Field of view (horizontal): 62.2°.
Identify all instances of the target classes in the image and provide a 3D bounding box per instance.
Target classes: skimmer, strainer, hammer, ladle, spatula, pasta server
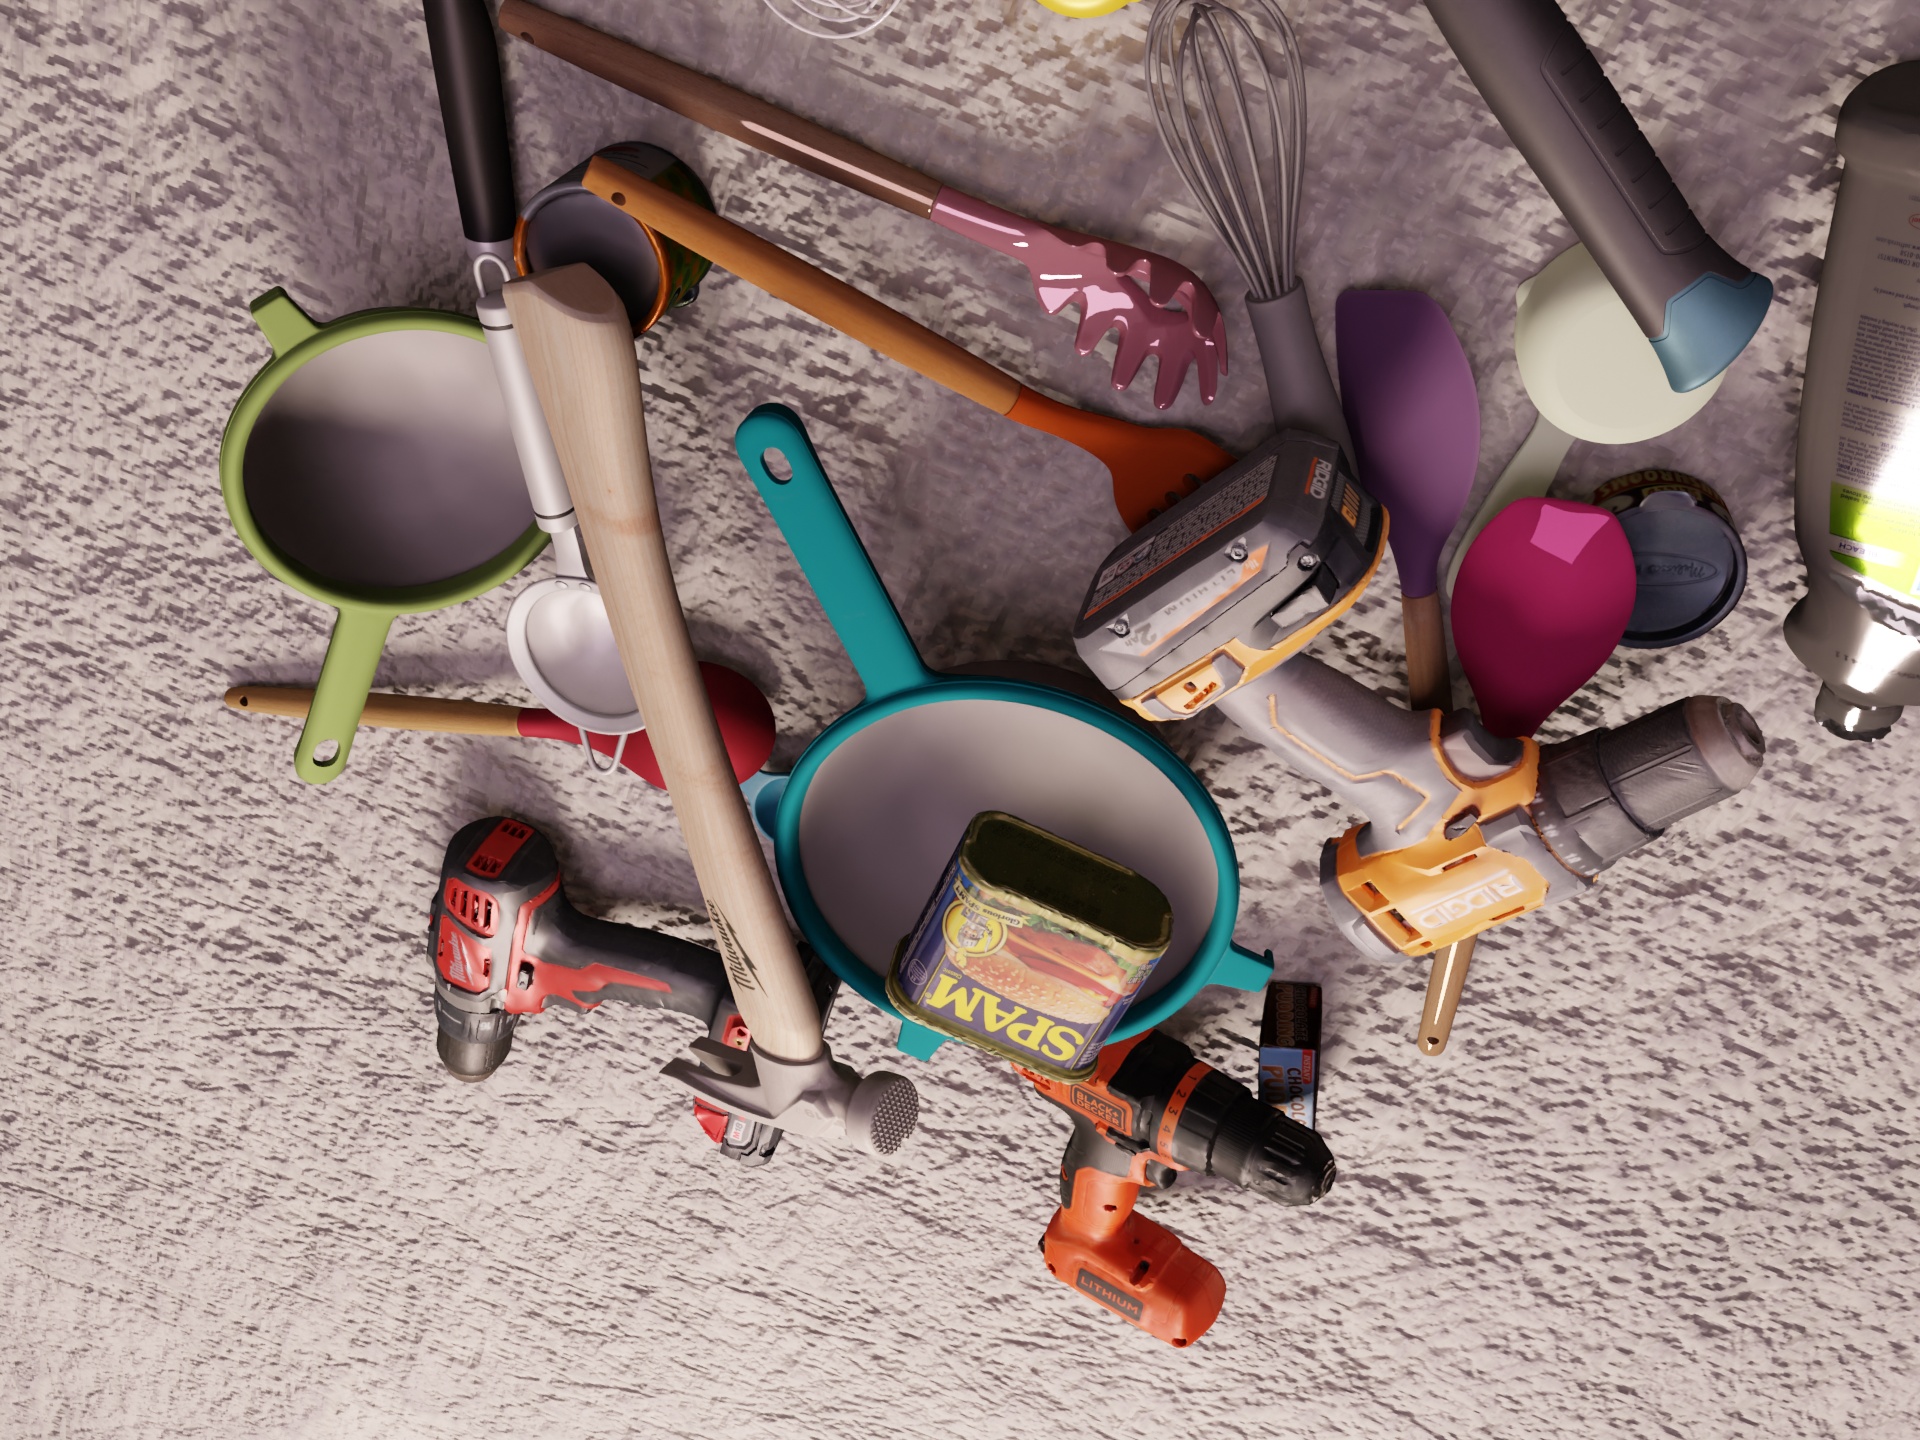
[{"bbox_3d":[-0.220,-0.330,0.553,0.127,0.090,0.363,40,142,38],"label":"skimmer"},{"bbox_3d":[-0.271,-0.085,0.728,0.151,0.069,0.256,4,128,-37],"label":"strainer"},{"bbox_3d":[-0.175,-0.086,0.707,0.087,0.050,0.258,8,132,14],"label":"strainer"},{"bbox_3d":[-0.001,-0.002,0.719,0.211,0.095,0.340,-17,117,23],"label":"strainer"},{"bbox_3d":[-0.126,0.010,0.698,0.146,0.038,0.410,6,120,37],"label":"hammer"},{"bbox_3d":[-0.246,-0.003,0.816,0.315,0.031,0.069,4,104,17],"label":"ladle"},{"bbox_3d":[-0.001,-0.134,0.636,0.322,0.041,0.081,24,141,-19],"label":"spatula"},{"bbox_3d":[0.163,-0.248,0.516,0.128,0.033,0.331,-36,104,20],"label":"hammer"},{"bbox_3d":[-0.037,-0.208,0.622,0.316,0.040,0.060,24,158,0],"label":"pasta server"},{"bbox_3d":[0.203,-0.034,0.686,0.060,0.018,0.315,16,134,40],"label":"spatula"}]

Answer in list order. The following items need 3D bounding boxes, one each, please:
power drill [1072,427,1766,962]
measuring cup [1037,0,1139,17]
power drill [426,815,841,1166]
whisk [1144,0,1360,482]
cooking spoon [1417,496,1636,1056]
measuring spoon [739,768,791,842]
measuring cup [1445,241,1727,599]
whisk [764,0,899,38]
[{"bbox_3d":[0.180,-0.009,0.630,0.226,0.084,0.185,43,131,-17],"label":"power drill"},{"bbox_3d":[0.080,-0.299,0.533,0.156,0.029,0.062,-31,111,31],"label":"measuring cup"},{"bbox_3d":[-0.195,0.166,0.896,0.226,0.080,0.187,21,126,3],"label":"power drill"},{"bbox_3d":[0.122,-0.165,0.608,0.055,0.055,0.238,-10,125,20],"label":"whisk"},{"bbox_3d":[0.235,0.041,0.707,0.069,0.017,0.318,12,130,16],"label":"cooking spoon"},{"bbox_3d":[-0.117,0.016,0.812,0.128,0.021,0.042,40,116,-3],"label":"measuring spoon"},{"bbox_3d":[0.234,-0.106,0.620,0.083,0.038,0.167,22,125,-1],"label":"measuring cup"},{"bbox_3d":[-0.107,-0.360,0.526,0.070,0.070,0.284,-26,109,28],"label":"whisk"}]
